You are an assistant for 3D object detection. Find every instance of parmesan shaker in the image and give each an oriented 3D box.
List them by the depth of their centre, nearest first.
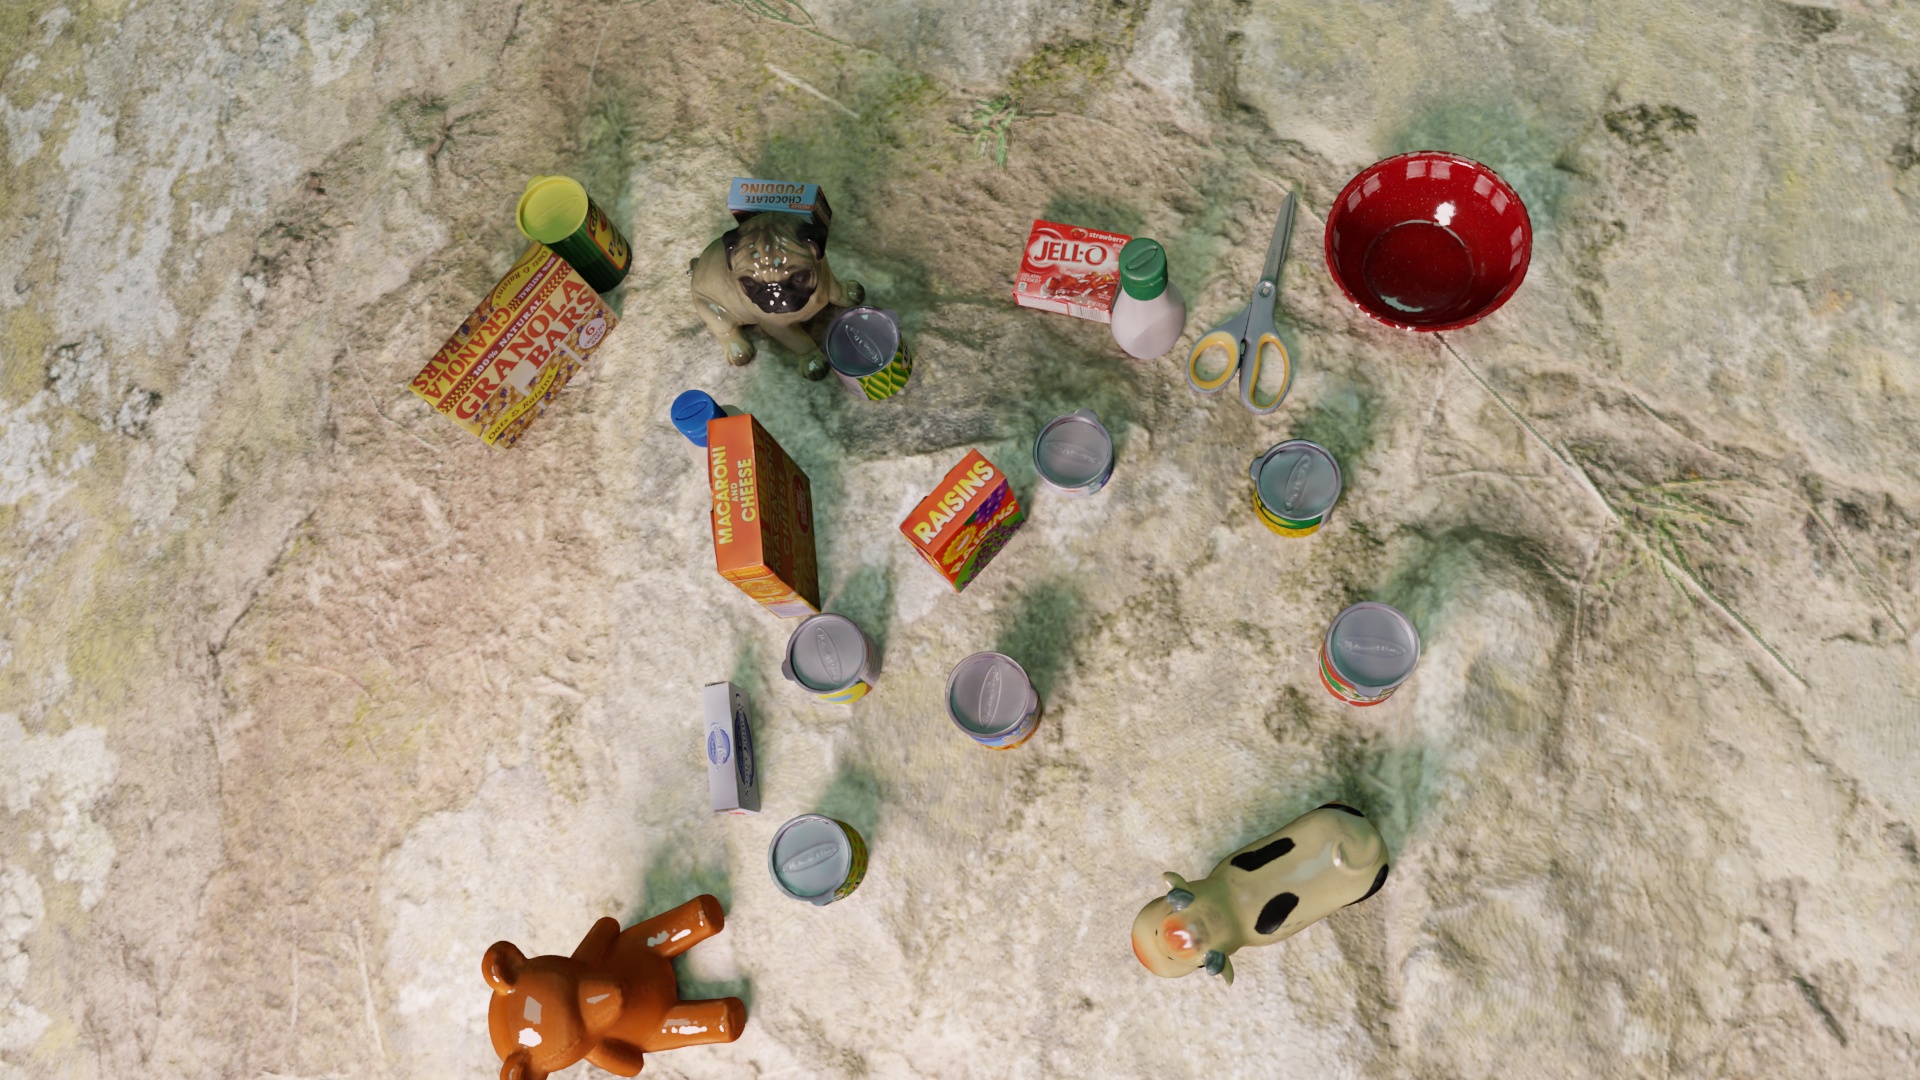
[{"bbox_3d":[-0.346,-0.275,1.248,0.071,0.103,0.071,-3,74,9],"label":"parmesan shaker"}]

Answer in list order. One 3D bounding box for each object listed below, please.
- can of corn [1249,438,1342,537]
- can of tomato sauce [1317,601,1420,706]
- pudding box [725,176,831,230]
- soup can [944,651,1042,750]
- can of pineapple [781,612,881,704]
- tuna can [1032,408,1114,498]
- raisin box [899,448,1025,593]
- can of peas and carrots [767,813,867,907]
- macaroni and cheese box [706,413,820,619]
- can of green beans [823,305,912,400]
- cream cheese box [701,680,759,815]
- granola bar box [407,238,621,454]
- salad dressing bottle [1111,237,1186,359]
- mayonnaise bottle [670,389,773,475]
[{"bbox_3d":[0.263,-0.041,1.101,0.071,0.058,0.071,-3,74,9],"label":"can of corn"},{"bbox_3d":[0.305,0.089,1.044,0.071,0.083,0.071,-3,74,9],"label":"can of tomato sauce"},{"bbox_3d":[-0.163,-0.300,1.252,0.084,0.049,0.030,8,76,12],"label":"pudding box"},{"bbox_3d":[0.030,0.127,1.079,0.071,0.083,0.071,-3,74,9],"label":"soup can"},{"bbox_3d":[-0.104,0.097,1.124,0.071,0.057,0.071,-3,74,9],"label":"can of pineapple"},{"bbox_3d":[0.095,-0.072,1.152,0.071,0.032,0.071,-3,74,9],"label":"tuna can"},{"bbox_3d":[0.004,-0.014,1.103,0.040,0.123,0.086,42,85,17],"label":"raisin box"},{"bbox_3d":[-0.109,0.250,1.081,0.071,0.058,0.071,-3,74,9],"label":"can of peas and carrots"},{"bbox_3d":[-0.155,-0.015,1.108,0.040,0.166,0.124,-9,73,7],"label":"macaroni and cheese box"},{"bbox_3d":[-0.078,-0.160,1.193,0.071,0.057,0.071,-3,74,9],"label":"can of green beans"},{"bbox_3d":[-0.185,0.169,1.120,0.024,0.053,0.104,-10,73,7],"label":"cream cheese box"},{"bbox_3d":[-0.384,-0.165,1.212,0.039,0.124,0.166,37,83,17],"label":"granola bar box"},{"bbox_3d":[0.150,-0.194,1.117,0.064,0.147,0.044,-34,72,-1],"label":"salad dressing bottle"},{"bbox_3d":[-0.195,-0.082,1.144,0.065,0.148,0.041,-27,72,2],"label":"mayonnaise bottle"}]
